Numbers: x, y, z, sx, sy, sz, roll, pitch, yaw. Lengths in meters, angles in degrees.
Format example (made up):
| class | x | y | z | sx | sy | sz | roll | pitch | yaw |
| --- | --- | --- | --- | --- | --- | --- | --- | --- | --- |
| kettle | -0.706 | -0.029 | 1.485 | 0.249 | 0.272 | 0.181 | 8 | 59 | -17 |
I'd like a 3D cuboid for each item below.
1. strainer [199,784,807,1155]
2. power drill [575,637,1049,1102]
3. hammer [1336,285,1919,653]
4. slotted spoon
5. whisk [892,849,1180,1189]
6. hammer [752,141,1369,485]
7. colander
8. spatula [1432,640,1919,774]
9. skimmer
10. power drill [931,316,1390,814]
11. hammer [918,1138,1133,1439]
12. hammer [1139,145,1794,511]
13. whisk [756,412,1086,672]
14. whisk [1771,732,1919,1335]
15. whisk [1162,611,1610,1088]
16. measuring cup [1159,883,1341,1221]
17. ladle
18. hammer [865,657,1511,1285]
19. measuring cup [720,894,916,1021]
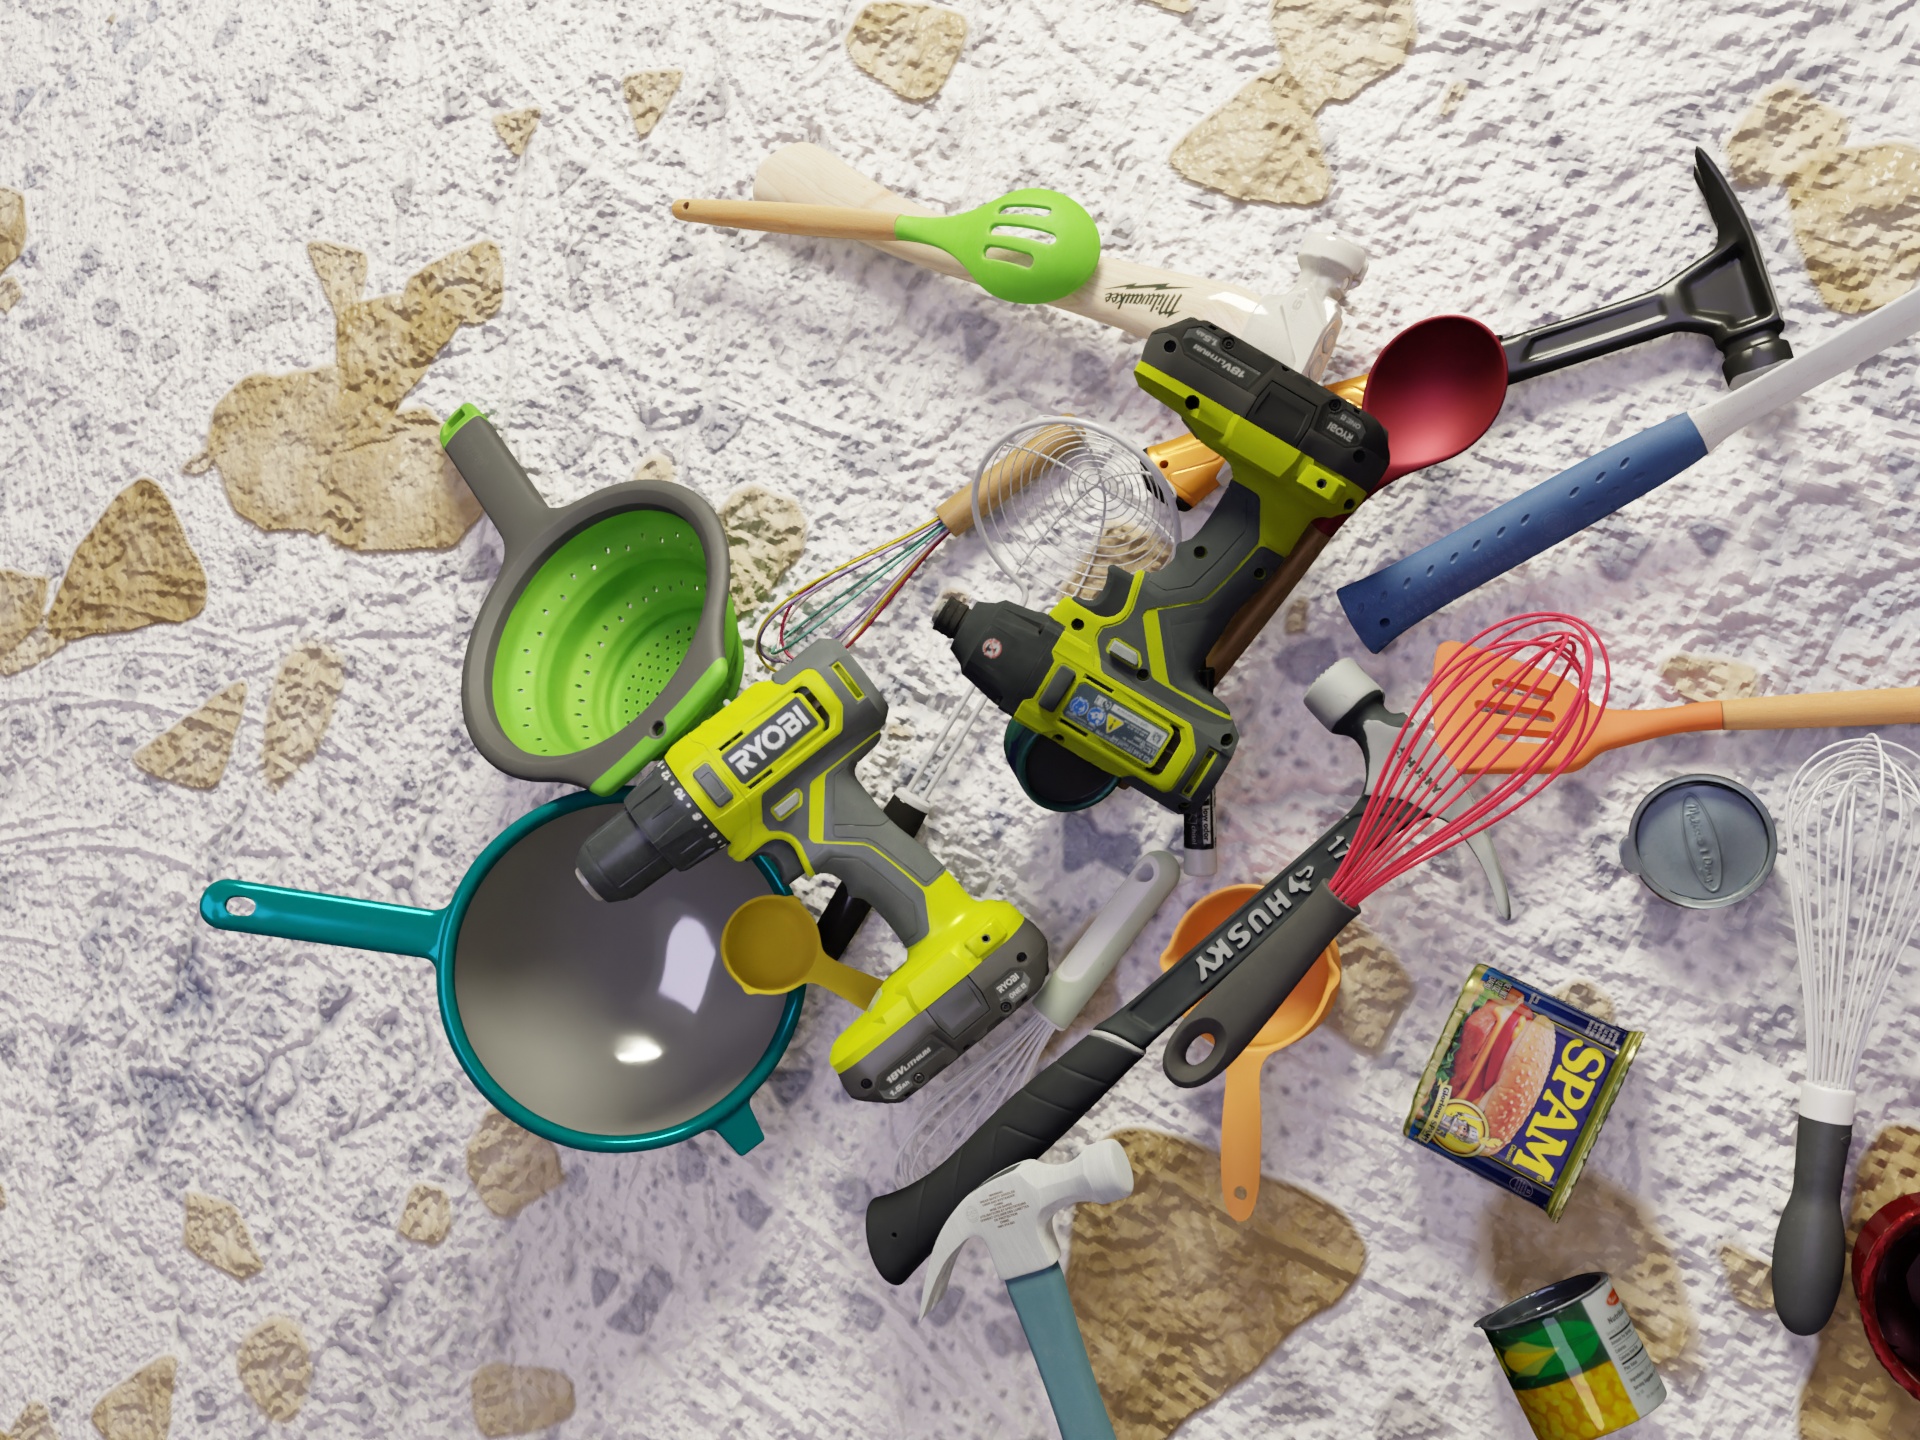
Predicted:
| class | x | y | z | sx | sy | sz | roll | pitch | yaw |
| --- | --- | --- | --- | --- | --- | --- | --- | --- | --- |
| strainer | -0.264 | 0.138 | 0.947 | 0.340 | 0.095 | 0.211 | 10 | 76 | -10 |
| power drill | -0.079 | 0.094 | 0.877 | 0.190 | 0.080 | 0.228 | -38 | 91 | -5 |
| hammer | 0.372 | -0.153 | 0.787 | 0.405 | 0.144 | 0.035 | -31 | 31 | 22 |
| slotted spoon | -0.058 | -0.302 | 0.974 | 0.314 | 0.031 | 0.070 | 16 | 85 | 30 |
| whisk | 0.044 | 0.173 | 0.899 | 0.246 | 0.059 | 0.058 | -53 | 40 | 3 |
| hammer | 0.029 | -0.266 | 0.956 | 0.411 | 0.038 | 0.146 | 27 | 91 | 29 |
| colander | -0.245 | -0.088 | 1.043 | 0.204 | 0.094 | 0.398 | -44 | 51 | 4 |
| spatula | 0.401 | -0.008 | 0.780 | 0.322 | 0.041 | 0.081 | -4 | 57 | 20 |
| skimmer | -0.001 | -0.003 | 0.917 | 0.127 | 0.090 | 0.363 | 32 | 96 | 4 |
| power drill | 0.102 | -0.085 | 0.823 | 0.171 | 0.080 | 0.223 | 31 | 101 | 2 |
| hammer | 0.075 | 0.386 | 0.797 | 0.128 | 0.033 | 0.331 | -22 | 83 | 18 |
| hammer | 0.258 | -0.192 | 0.870 | 0.337 | 0.034 | 0.127 | -16 | 77 | 20 |
| whisk | -0.024 | -0.106 | 0.975 | 0.245 | 0.051 | 0.047 | -36 | 92 | 10 |
| whisk | 0.410 | 0.147 | 0.745 | 0.070 | 0.070 | 0.284 | 7 | 90 | 23 |
| whisk | 0.193 | 0.068 | 0.752 | 0.073 | 0.073 | 0.295 | 45 | 108 | 22 |
| measuring cup | 0.157 | 0.174 | 0.849 | 0.095 | 0.052 | 0.174 | 1 | 85 | 23 |
| ladle | 0.181 | -0.083 | 0.869 | 0.069 | 0.031 | 0.315 | 41 | 108 | 13 |
| hammer | 0.101 | 0.158 | 0.827 | 0.409 | 0.036 | 0.149 | -44 | 70 | 12 |
| measuring cup | -0.069 | 0.154 | 0.931 | 0.156 | 0.029 | 0.062 | 29 | 74 | -11 |
